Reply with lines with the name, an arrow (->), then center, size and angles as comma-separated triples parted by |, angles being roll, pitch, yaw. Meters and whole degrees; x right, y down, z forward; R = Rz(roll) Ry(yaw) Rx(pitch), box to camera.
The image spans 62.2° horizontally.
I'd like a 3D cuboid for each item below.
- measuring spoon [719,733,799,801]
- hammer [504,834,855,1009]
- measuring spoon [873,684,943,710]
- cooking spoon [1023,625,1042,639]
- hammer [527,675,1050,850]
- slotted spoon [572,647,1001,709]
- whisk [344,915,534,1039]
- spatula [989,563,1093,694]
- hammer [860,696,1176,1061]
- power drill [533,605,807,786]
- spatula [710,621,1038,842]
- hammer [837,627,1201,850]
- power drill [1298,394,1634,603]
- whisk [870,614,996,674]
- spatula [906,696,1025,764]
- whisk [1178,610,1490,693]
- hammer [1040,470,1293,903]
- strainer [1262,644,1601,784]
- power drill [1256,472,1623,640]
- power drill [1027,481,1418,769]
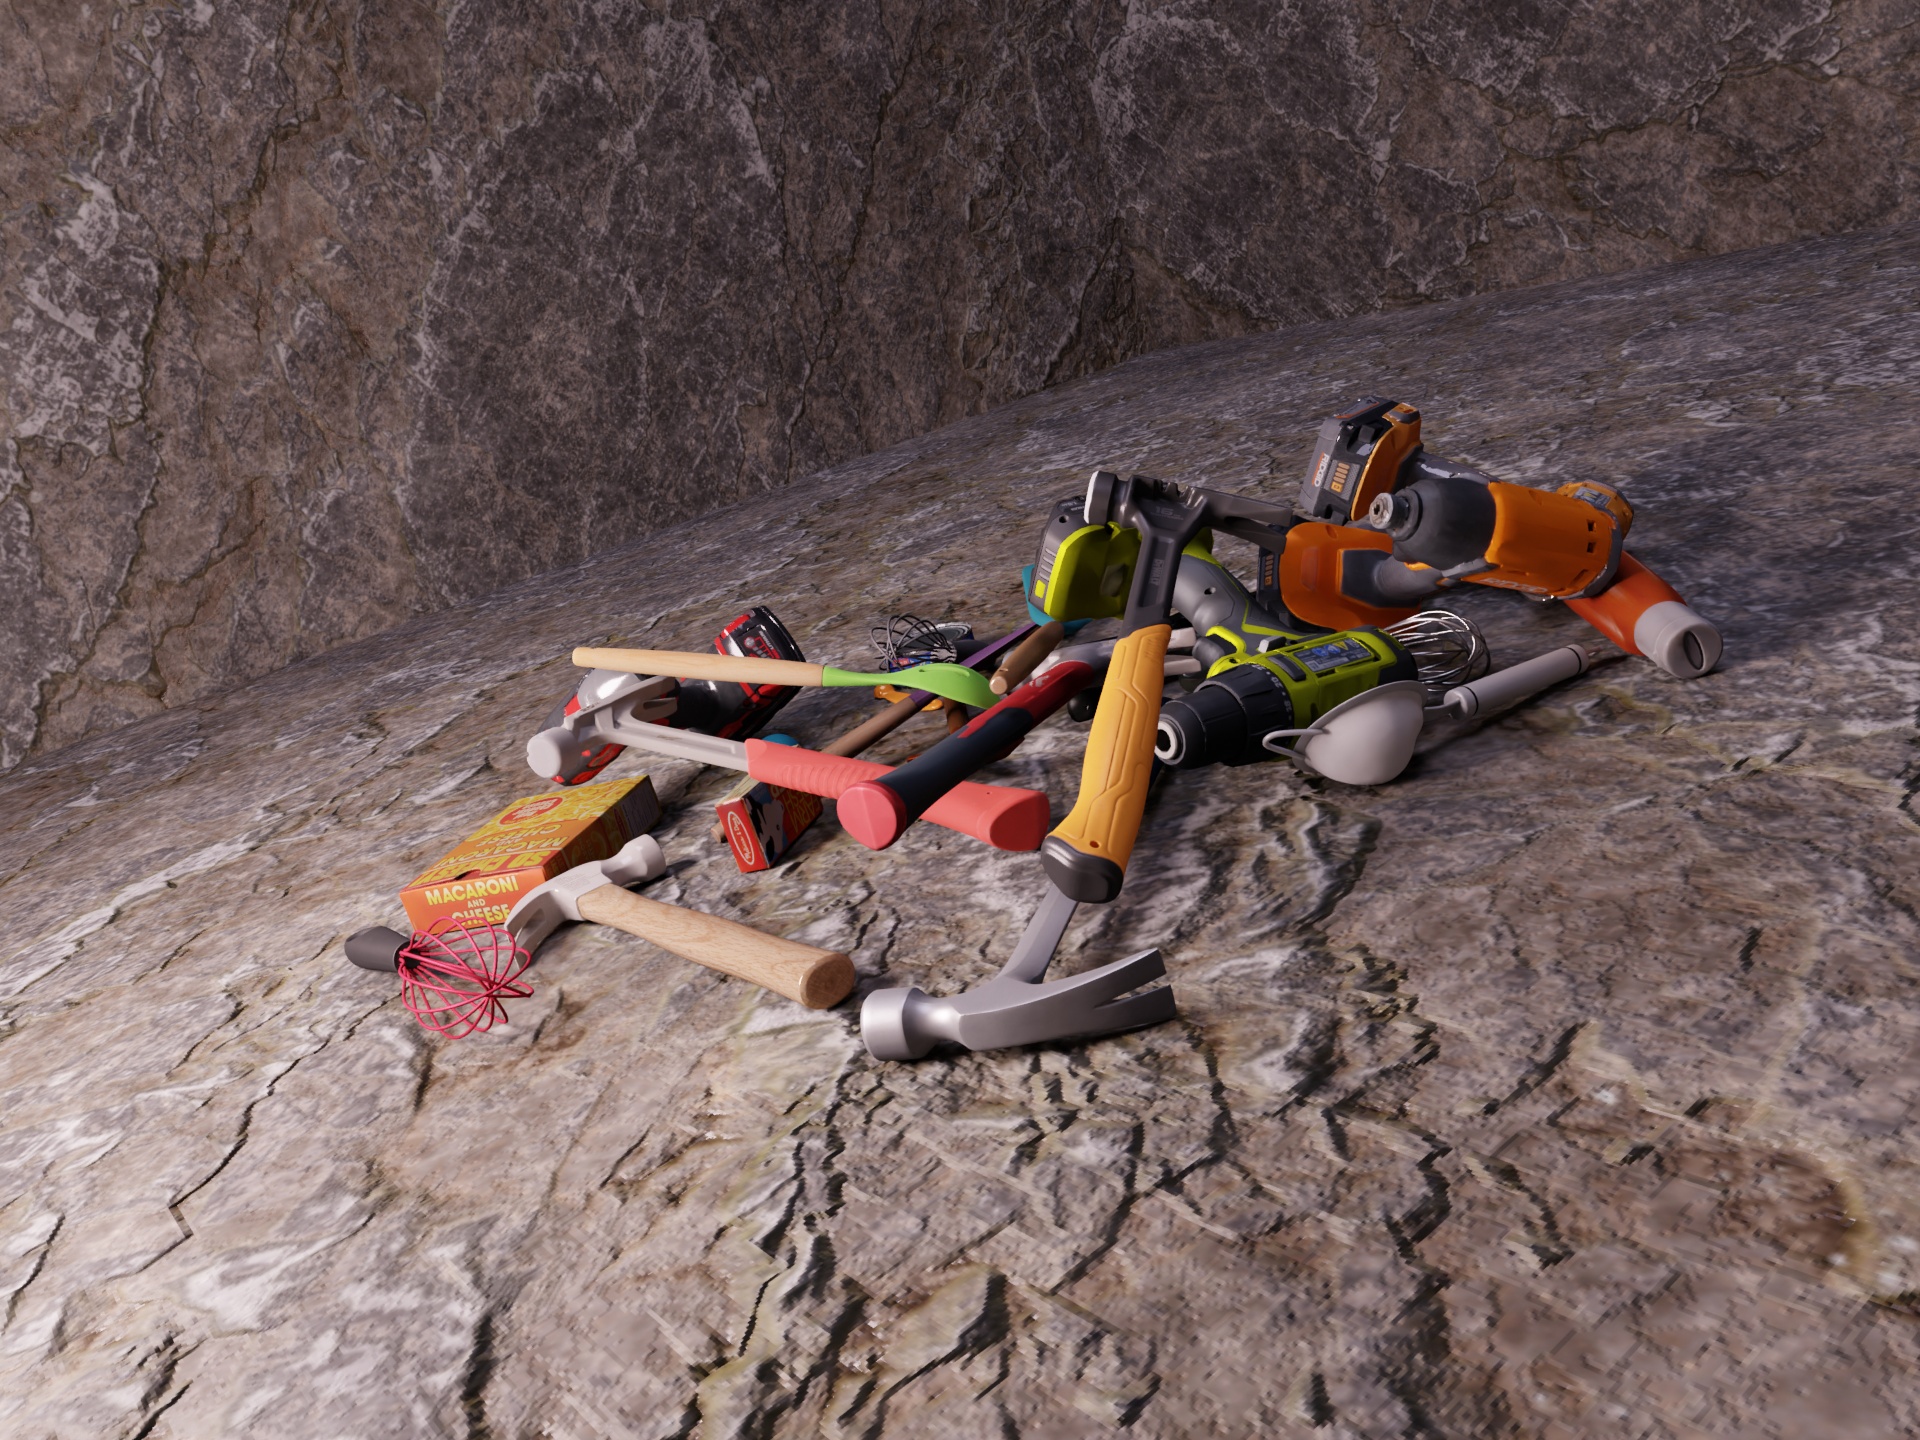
measuring spoon -> -0.164, 0.037, 1.262 | 0.042, 0.021, 0.129 | -10, 16, 20
hammer -> -0.170, 0.126, 0.953 | 0.130, 0.031, 0.331 | -26, 19, -33
measuring spoon -> -0.045, -0.021, 1.362 | 0.021, 0.011, 0.117 | -23, 17, -23
cooking spoon -> 0.066, -0.070, 1.330 | 0.069, 0.017, 0.319 | -27, 5, 8
hammer -> -0.104, 0.028, 1.047 | 0.359, 0.036, 0.149 | 10, 23, 28
slotted spoon -> -0.125, -0.035, 1.151 | 0.314, 0.031, 0.070 | 5, 7, 2
whisk -> -0.339, 0.151, 0.997 | 0.073, 0.073, 0.296 | -26, 13, -32
spatula -> 0.057, -0.068, 1.104 | 0.082, 0.044, 0.317 | -4, 13, 14
hammer -> 0.080, 0.069, 0.894 | 0.144, 0.035, 0.405 | -10, 17, 22
power drill -> -0.228, -0.023, 1.281 | 0.143, 0.078, 0.219 | -41, -12, 33
spatula -> -0.055, 0.001, 1.198 | 0.316, 0.018, 0.060 | -34, 2, -23
hammer -> 0.039, 0.002, 0.975 | 0.143, 0.038, 0.386 | -8, 11, 23
power drill -> 0.370, -0.158, 1.176 | 0.226, 0.084, 0.185 | 26, 33, 21
whisk -> -0.016, -0.055, 1.294 | 0.055, 0.055, 0.239 | -10, -3, 19
spatula -> -0.002, -0.004, 1.210 | 0.081, 0.041, 0.323 | -11, 15, 0
whisk -> 0.245, -0.038, 1.080 | 0.246, 0.059, 0.058 | -5, 42, 49
hammer -> 0.106, -0.028, 0.879 | 0.127, 0.034, 0.337 | 12, 43, 7
strainer -> 0.291, -0.007, 0.938 | 0.258, 0.050, 0.086 | -18, -28, -26
power drill -> 0.287, -0.106, 1.037 | 0.164, 0.084, 0.226 | 8, -9, -22
power drill -> 0.145, -0.055, 0.993 | 0.190, 0.080, 0.229 | -15, 44, -33
